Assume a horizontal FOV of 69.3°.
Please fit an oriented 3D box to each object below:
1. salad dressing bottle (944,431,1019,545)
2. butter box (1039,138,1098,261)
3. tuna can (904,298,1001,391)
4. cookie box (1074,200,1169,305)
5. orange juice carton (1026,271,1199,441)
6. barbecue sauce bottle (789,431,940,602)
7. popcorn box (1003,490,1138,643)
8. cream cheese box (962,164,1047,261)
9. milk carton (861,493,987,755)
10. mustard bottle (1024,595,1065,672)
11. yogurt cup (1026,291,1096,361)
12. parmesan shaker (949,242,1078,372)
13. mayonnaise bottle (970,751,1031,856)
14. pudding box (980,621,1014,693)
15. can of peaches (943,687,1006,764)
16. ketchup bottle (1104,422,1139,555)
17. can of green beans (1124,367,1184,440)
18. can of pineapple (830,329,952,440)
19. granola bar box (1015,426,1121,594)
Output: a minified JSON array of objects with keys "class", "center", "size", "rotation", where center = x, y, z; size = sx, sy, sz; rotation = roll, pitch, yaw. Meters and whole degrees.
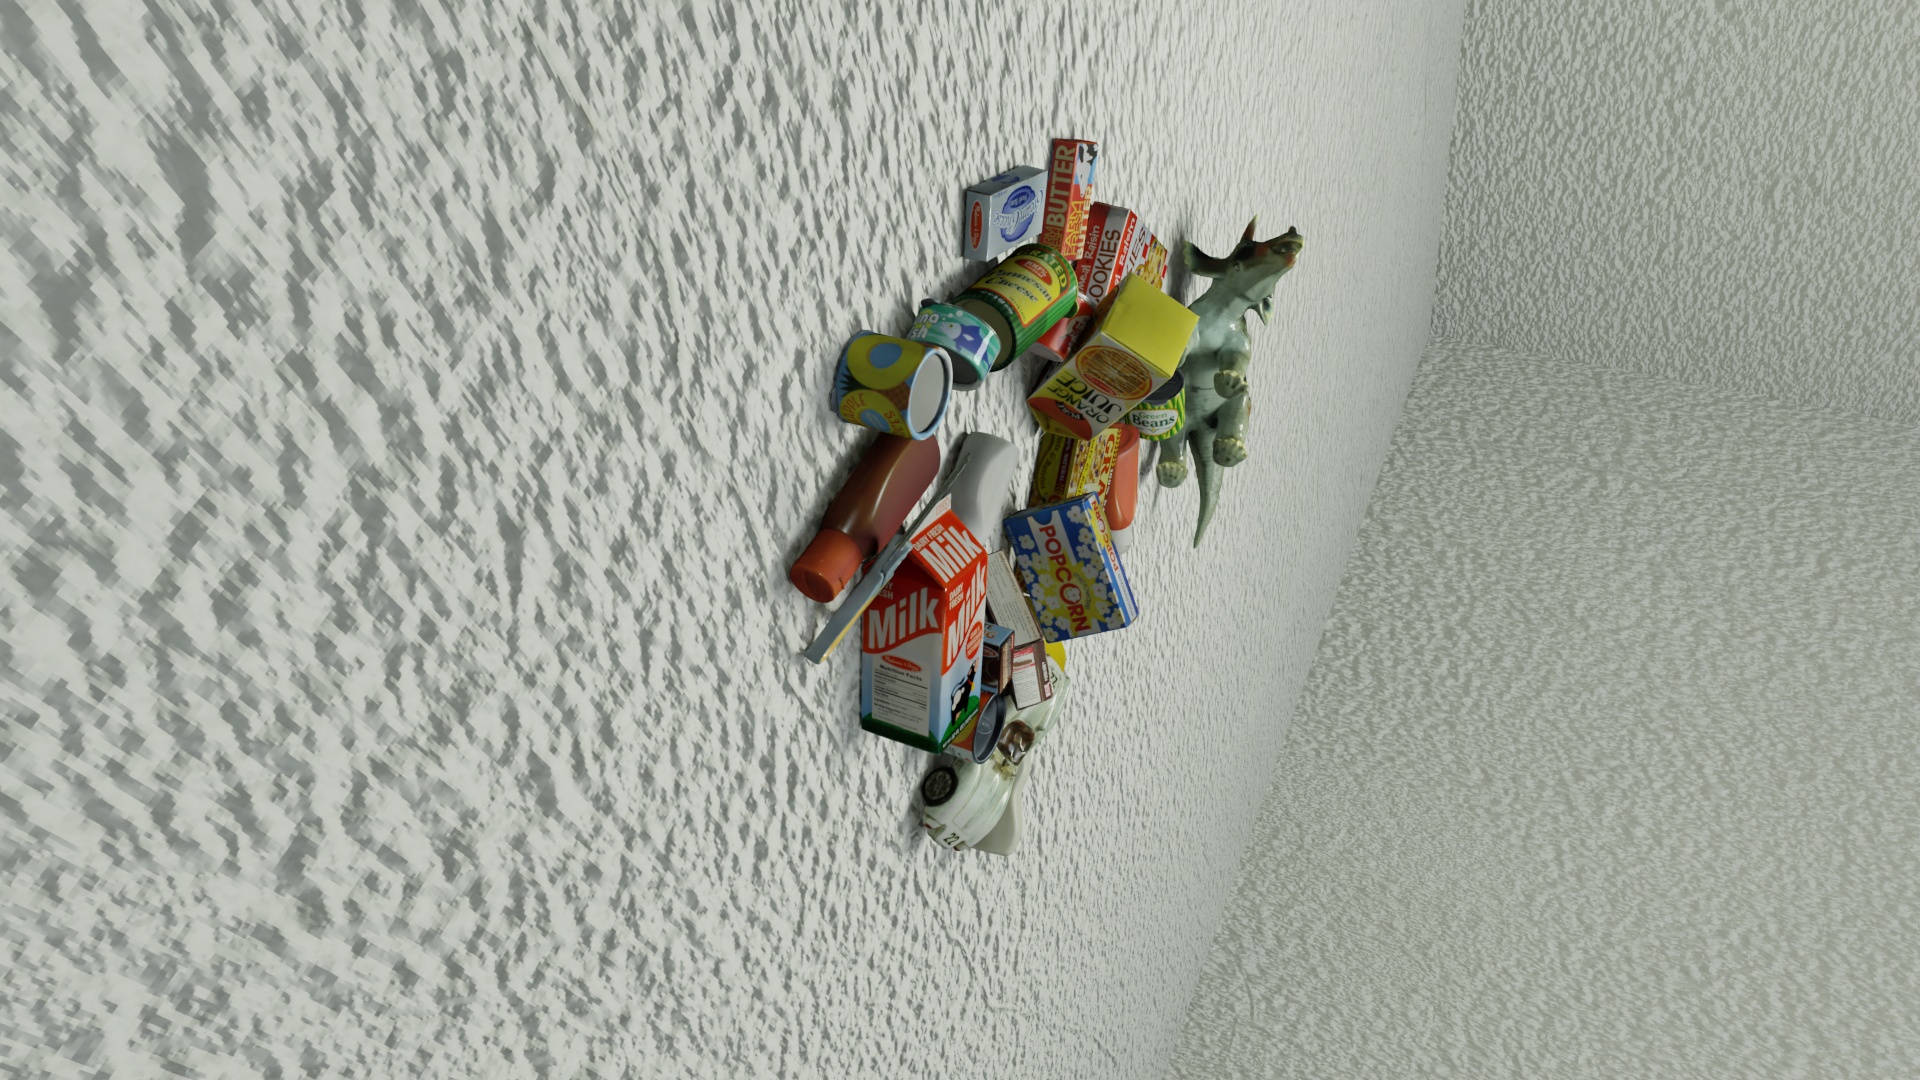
[{"class":"salad dressing bottle","center":[0.004,-0.014,1.139],"size":[0.148,0.044,0.064],"rotation":[-70,157,-8]},{"class":"butter box","center":[0.092,-0.291,1.191],"size":[0.053,0.024,0.103],"rotation":[-27,128,-61]},{"class":"tuna can","center":[-0.009,-0.140,1.003],"size":[0.033,0.071,0.071],"rotation":[-64,155,-20]},{"class":"cookie box","center":[0.150,-0.242,1.337],"size":[0.167,0.040,0.123],"rotation":[10,95,-68]},{"class":"orange juice carton","center":[0.122,-0.150,1.224],"size":[0.072,0.073,0.192],"rotation":[-63,-169,-26]},{"class":"barbecue sauce bottle","center":[-0.066,-0.020,0.974],"size":[0.149,0.044,0.064],"rotation":[-56,154,-36]},{"class":"popcorn box","center":[0.102,0.025,1.275],"size":[0.038,0.085,0.126],"rotation":[-36,108,-58]},{"class":"cream cheese box","center":[0.035,-0.255,1.081],"size":[0.104,0.024,0.053],"rotation":[-41,142,-53]},{"class":"milk carton","center":[-0.028,0.061,1.073],"size":[0.073,0.073,0.189],"rotation":[-41,140,-53]},{"class":"mustard bottle","center":[0.066,0.096,1.343],"size":[0.065,0.049,0.159],"rotation":[-58,151,-30]},{"class":"yogurt cup","center":[0.073,-0.185,1.165],"size":[0.054,0.072,0.072],"rotation":[-65,157,-1]},{"class":"parmesan shaker","center":[0.041,-0.179,1.078],"size":[0.103,0.071,0.071],"rotation":[-46,145,-45]},{"class":"mayonnaise bottle","center":[0.039,0.227,1.350],"size":[0.041,0.065,0.148],"rotation":[25,77,-74]},{"class":"pudding box","center":[0.002,0.090,1.145],"size":[0.030,0.084,0.049],"rotation":[-45,143,-50]},{"class":"can of peaches","center":[0.002,0.154,1.220],"size":[0.071,0.058,0.071],"rotation":[-45,143,-50]},{"class":"ketchup bottle","center":[0.167,-0.050,1.489],"size":[0.065,0.043,0.148],"rotation":[-51,148,-42]},{"class":"can of green beans","center":[0.208,-0.150,1.493],"size":[0.071,0.071,0.057],"rotation":[-58,152,-35]},{"class":"can of pineapple","center":[-0.046,-0.104,0.947],"size":[0.071,0.058,0.070],"rotation":[-47,145,-48]},{"class":"granola bar box","center":[0.106,-0.032,1.366],"size":[0.124,0.039,0.165],"rotation":[-12,114,-64]}]
